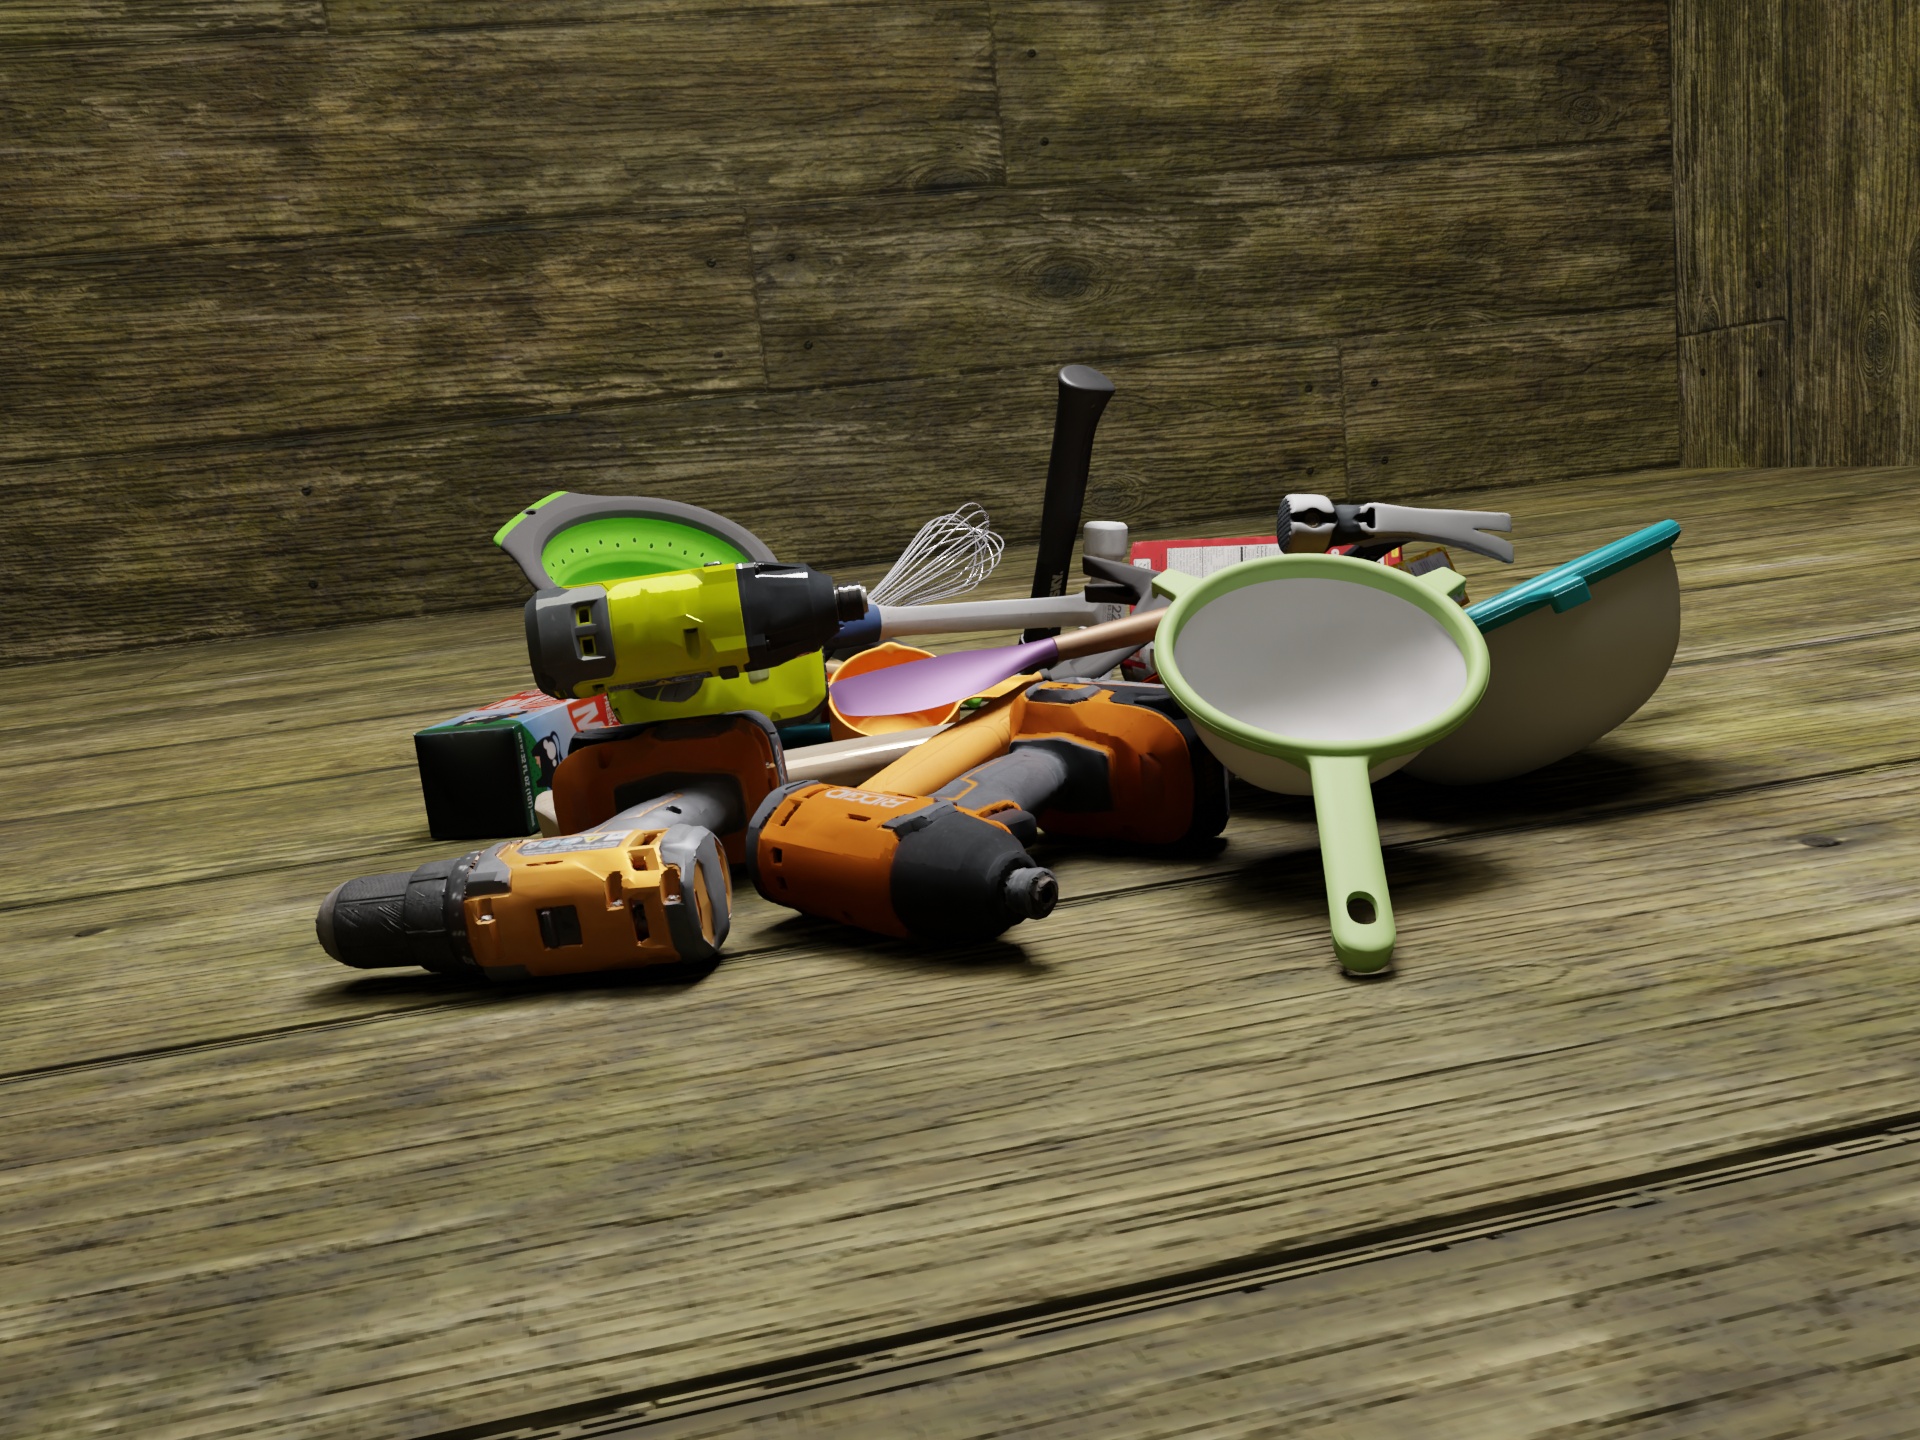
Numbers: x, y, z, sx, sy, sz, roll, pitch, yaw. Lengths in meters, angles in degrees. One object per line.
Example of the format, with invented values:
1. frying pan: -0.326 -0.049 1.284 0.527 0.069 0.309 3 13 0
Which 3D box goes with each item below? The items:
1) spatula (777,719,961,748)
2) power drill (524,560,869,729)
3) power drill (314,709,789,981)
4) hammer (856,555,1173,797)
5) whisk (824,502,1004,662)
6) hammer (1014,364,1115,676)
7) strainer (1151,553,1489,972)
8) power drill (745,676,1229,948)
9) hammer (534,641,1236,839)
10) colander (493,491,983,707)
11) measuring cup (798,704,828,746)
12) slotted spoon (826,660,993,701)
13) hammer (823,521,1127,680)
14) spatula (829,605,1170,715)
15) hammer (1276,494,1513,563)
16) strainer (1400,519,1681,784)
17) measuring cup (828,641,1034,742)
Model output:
1. spatula: -0.067 0.008 1.107 0.317 0.082 0.044 0 -16 7
2. power drill: -0.138 -0.040 0.901 0.171 0.080 0.223 -9 -6 -5
3. power drill: -0.188 0.064 0.785 0.185 0.084 0.226 -6 14 8
4. hammer: 0.029 -0.008 0.925 0.127 0.034 0.337 21 40 36
5. whisk: -0.055 -0.093 1.215 0.070 0.070 0.284 2 28 37
6. hammer: 0.071 -0.140 1.243 0.146 0.334 0.035 -21 57 -19
7. strainer: 0.163 0.024 0.710 0.151 0.069 0.257 0 42 5
8. power drill: 0.033 0.044 0.759 0.164 0.084 0.226 7 20 44
9. hammer: -0.047 0.018 0.962 0.410 0.038 0.146 -10 32 -6
10. colander: -0.173 -0.061 1.252 0.397 0.094 0.205 21 34 8
11. measuring cup: -0.102 0.005 1.207 0.167 0.038 0.083 5 -3 -29
12. slotted spoon: -0.094 -0.040 1.320 0.314 0.031 0.070 8 -2 14
13. hammer: -0.050 -0.064 1.127 0.405 0.144 0.035 -6 13 -31
14. spatula: 0.080 -0.046 0.928 0.316 0.018 0.060 -14 30 -12
15. hammer: 0.243 -0.084 1.123 0.149 0.036 0.409 1 -9 -6
16. strainer: 0.346 -0.038 0.907 0.340 0.095 0.211 -20 -6 -43
17. measuring cup: -0.002 -0.003 1.057 0.173 0.052 0.095 -2 45 -7
